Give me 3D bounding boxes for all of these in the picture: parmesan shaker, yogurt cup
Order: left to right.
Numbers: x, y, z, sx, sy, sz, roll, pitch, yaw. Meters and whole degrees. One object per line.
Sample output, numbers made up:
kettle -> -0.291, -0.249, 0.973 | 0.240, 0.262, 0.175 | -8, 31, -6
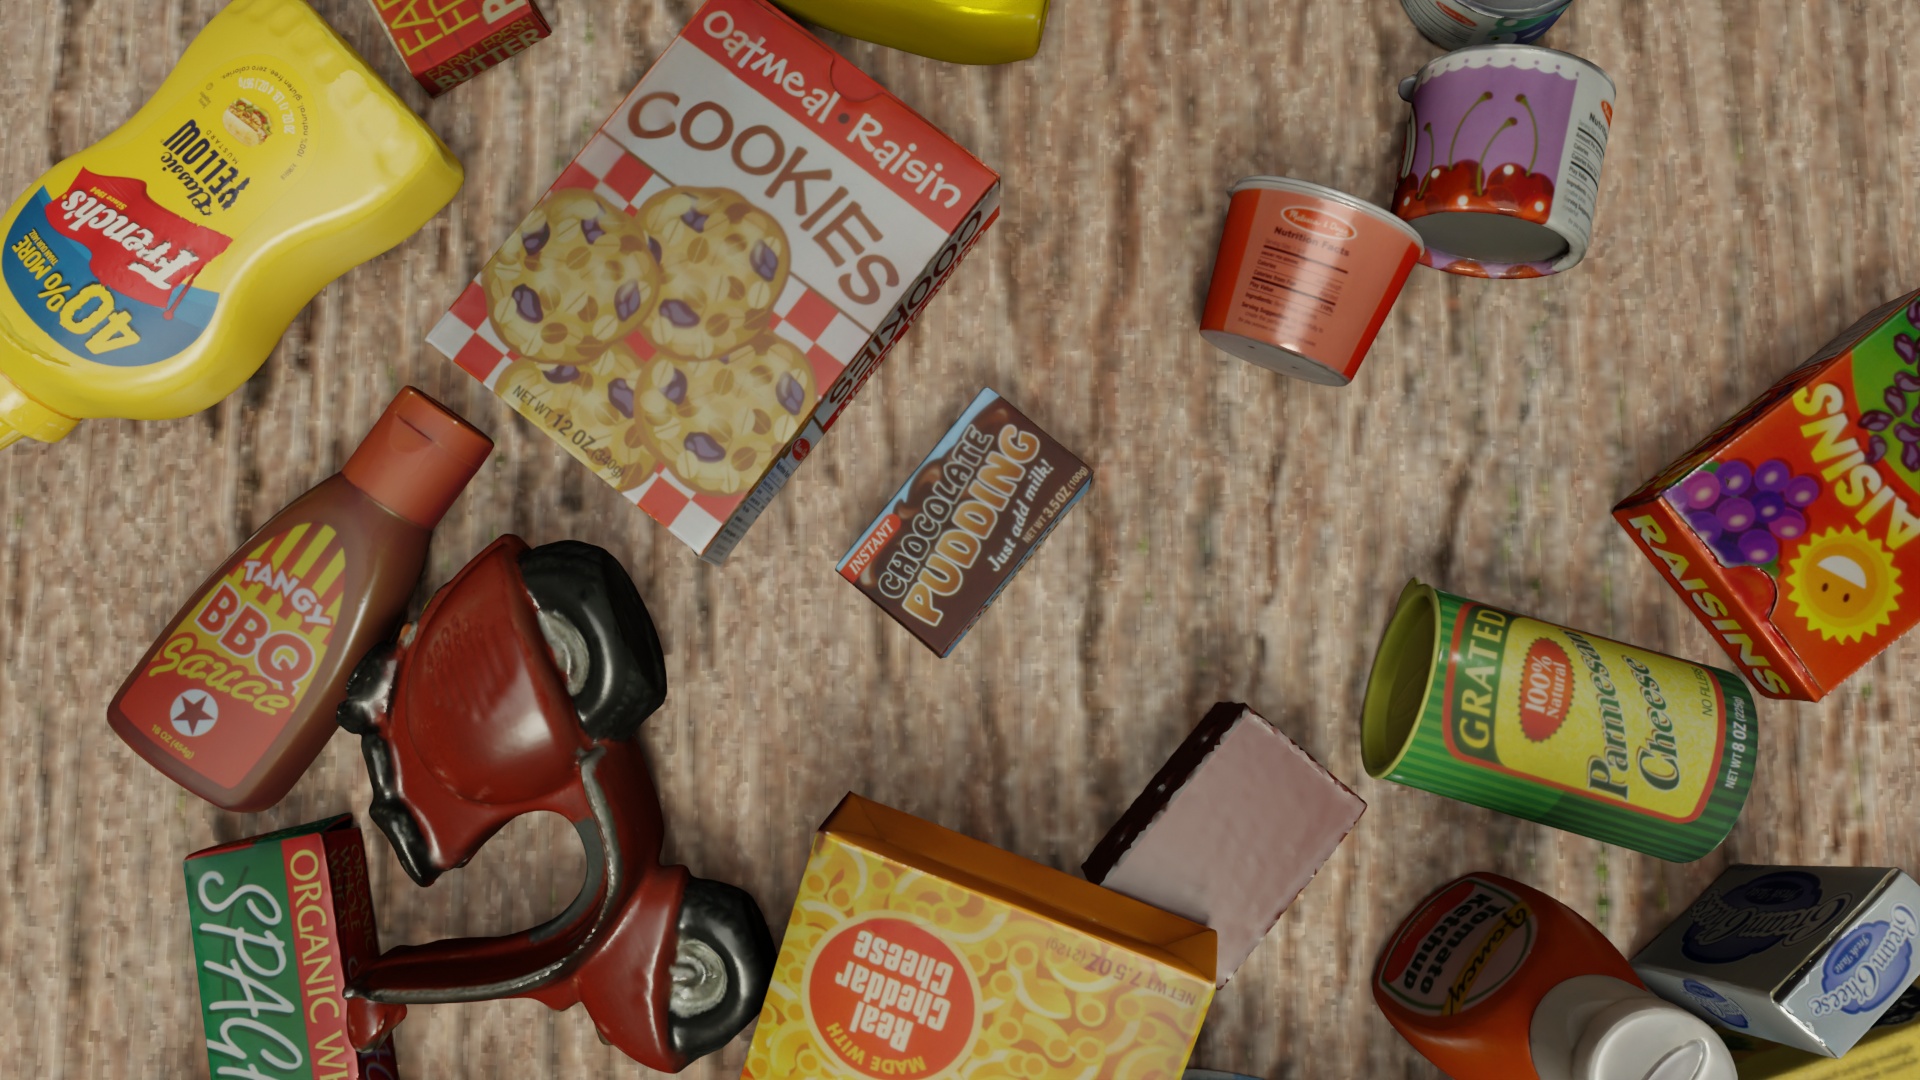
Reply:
yogurt cup -> 0.116, -0.087, 0.475 | 0.072, 0.072, 0.054 | 21, 93, 3
parmesan shaker -> 0.193, 0.057, 0.455 | 0.103, 0.071, 0.071 | 15, 84, 3

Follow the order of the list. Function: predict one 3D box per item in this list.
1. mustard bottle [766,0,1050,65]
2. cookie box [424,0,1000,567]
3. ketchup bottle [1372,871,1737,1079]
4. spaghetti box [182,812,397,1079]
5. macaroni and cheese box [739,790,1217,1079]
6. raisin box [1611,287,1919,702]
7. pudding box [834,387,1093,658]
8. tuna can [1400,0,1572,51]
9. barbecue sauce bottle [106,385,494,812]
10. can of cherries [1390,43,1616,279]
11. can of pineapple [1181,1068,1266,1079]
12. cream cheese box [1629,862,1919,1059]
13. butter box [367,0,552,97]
mustard bottle -> -0.045, -0.217, 0.500 | 0.160, 0.049, 0.065 | 14, 83, 3
cookie box -> -0.083, -0.095, 0.490 | 0.123, 0.040, 0.167 | 38, 85, 5
ketchup bottle -> 0.169, 0.137, 0.403 | 0.043, 0.148, 0.065 | 43, 86, 4
spaghetti box -> -0.211, 0.220, 0.460 | 0.050, 0.028, 0.250 | -12, 83, -1
macaroni and cheese box -> -0.006, 0.178, 0.430 | 0.124, 0.040, 0.166 | 19, 102, 8
raisin box -> 0.304, -0.015, 0.475 | 0.123, 0.040, 0.086 | -37, 85, -3
pudding box -> 0.002, -0.006, 0.483 | 0.050, 0.030, 0.084 | 40, 85, 6
tuna can -> 0.196, -0.214, 0.504 | 0.071, 0.033, 0.071 | 0, 83, 1
barbecue sauce bottle -> -0.220, 0.016, 0.477 | 0.065, 0.043, 0.148 | 35, 85, 6
can of cherries -> 0.183, -0.128, 0.479 | 0.071, 0.071, 0.058 | 12, 85, 2
can of pineapple -> 0.091, 0.206, 0.437 | 0.071, 0.071, 0.058 | 9, 84, 2
cream cheese box -> 0.251, 0.125, 0.426 | 0.053, 0.103, 0.024 | -42, 78, -5
butter box -> -0.200, -0.221, 0.515 | 0.053, 0.024, 0.103 | -30, 83, -2
